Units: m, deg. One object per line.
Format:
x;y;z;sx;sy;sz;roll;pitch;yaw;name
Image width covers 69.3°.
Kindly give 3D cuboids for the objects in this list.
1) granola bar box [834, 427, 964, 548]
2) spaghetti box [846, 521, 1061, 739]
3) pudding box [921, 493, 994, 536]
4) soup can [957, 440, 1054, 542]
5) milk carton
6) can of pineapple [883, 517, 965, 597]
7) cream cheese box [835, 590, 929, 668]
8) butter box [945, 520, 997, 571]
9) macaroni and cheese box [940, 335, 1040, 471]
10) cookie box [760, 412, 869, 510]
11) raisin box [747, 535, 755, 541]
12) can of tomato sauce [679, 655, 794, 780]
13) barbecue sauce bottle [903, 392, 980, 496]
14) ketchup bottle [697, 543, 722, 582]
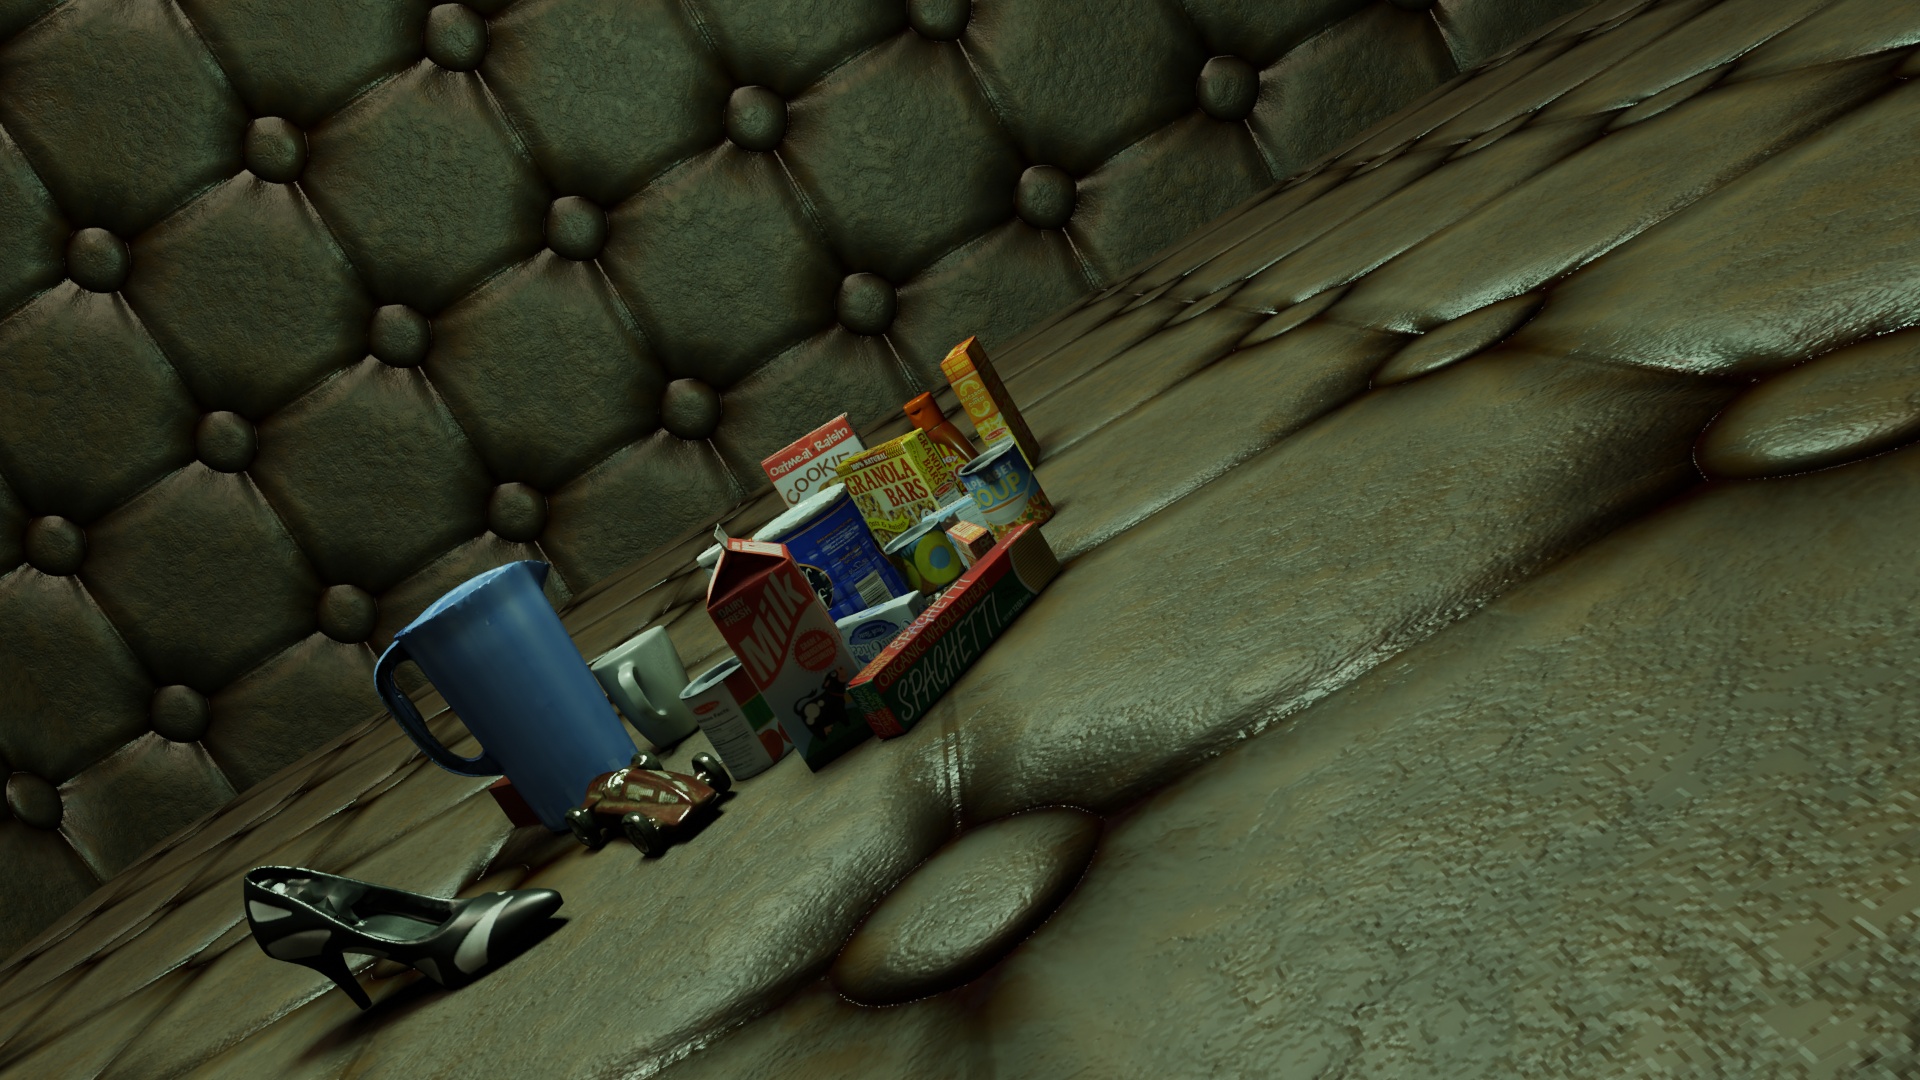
-0.065;-0.055;1.608;0.039;0.124;0.165;-37;12;-31;granola bar box
0.002;0.065;1.090;0.028;0.050;0.251;-21;14;42;spaghetti box
0.005;-0.018;1.455;0.083;0.049;0.030;-29;11;8;pudding box
0.045;-0.047;1.385;0.071;0.083;0.071;-30;11;6;soup can
-0.133;0.071;1.051;0.073;0.190;0.072;-32;10;-4;milk carton
-0.037;0.019;1.378;0.071;0.057;0.071;-30;11;6;can of pineapple
-0.062;0.082;1.177;0.103;0.053;0.024;-22;14;39;cream cheese box
0.018;0.013;1.274;0.024;0.053;0.103;-32;11;-7;butter box
0.037;-0.162;1.703;0.040;0.166;0.124;-28;11;14;macaroni and cheese box
-0.155;-0.060;1.760;0.123;0.167;0.040;-30;10;5;cookie box
-0.179;0.043;1.478;0.086;0.123;0.040;-32;10;-7;raisin box
-0.178;0.142;1.136;0.071;0.083;0.071;-30;11;6;can of tomato sauce
-0.013;-0.100;1.610;0.064;0.148;0.044;-25;12;28;barbecue sauce bottle
-0.200;0.070;1.345;0.064;0.148;0.044;-28;11;14;ketchup bottle
